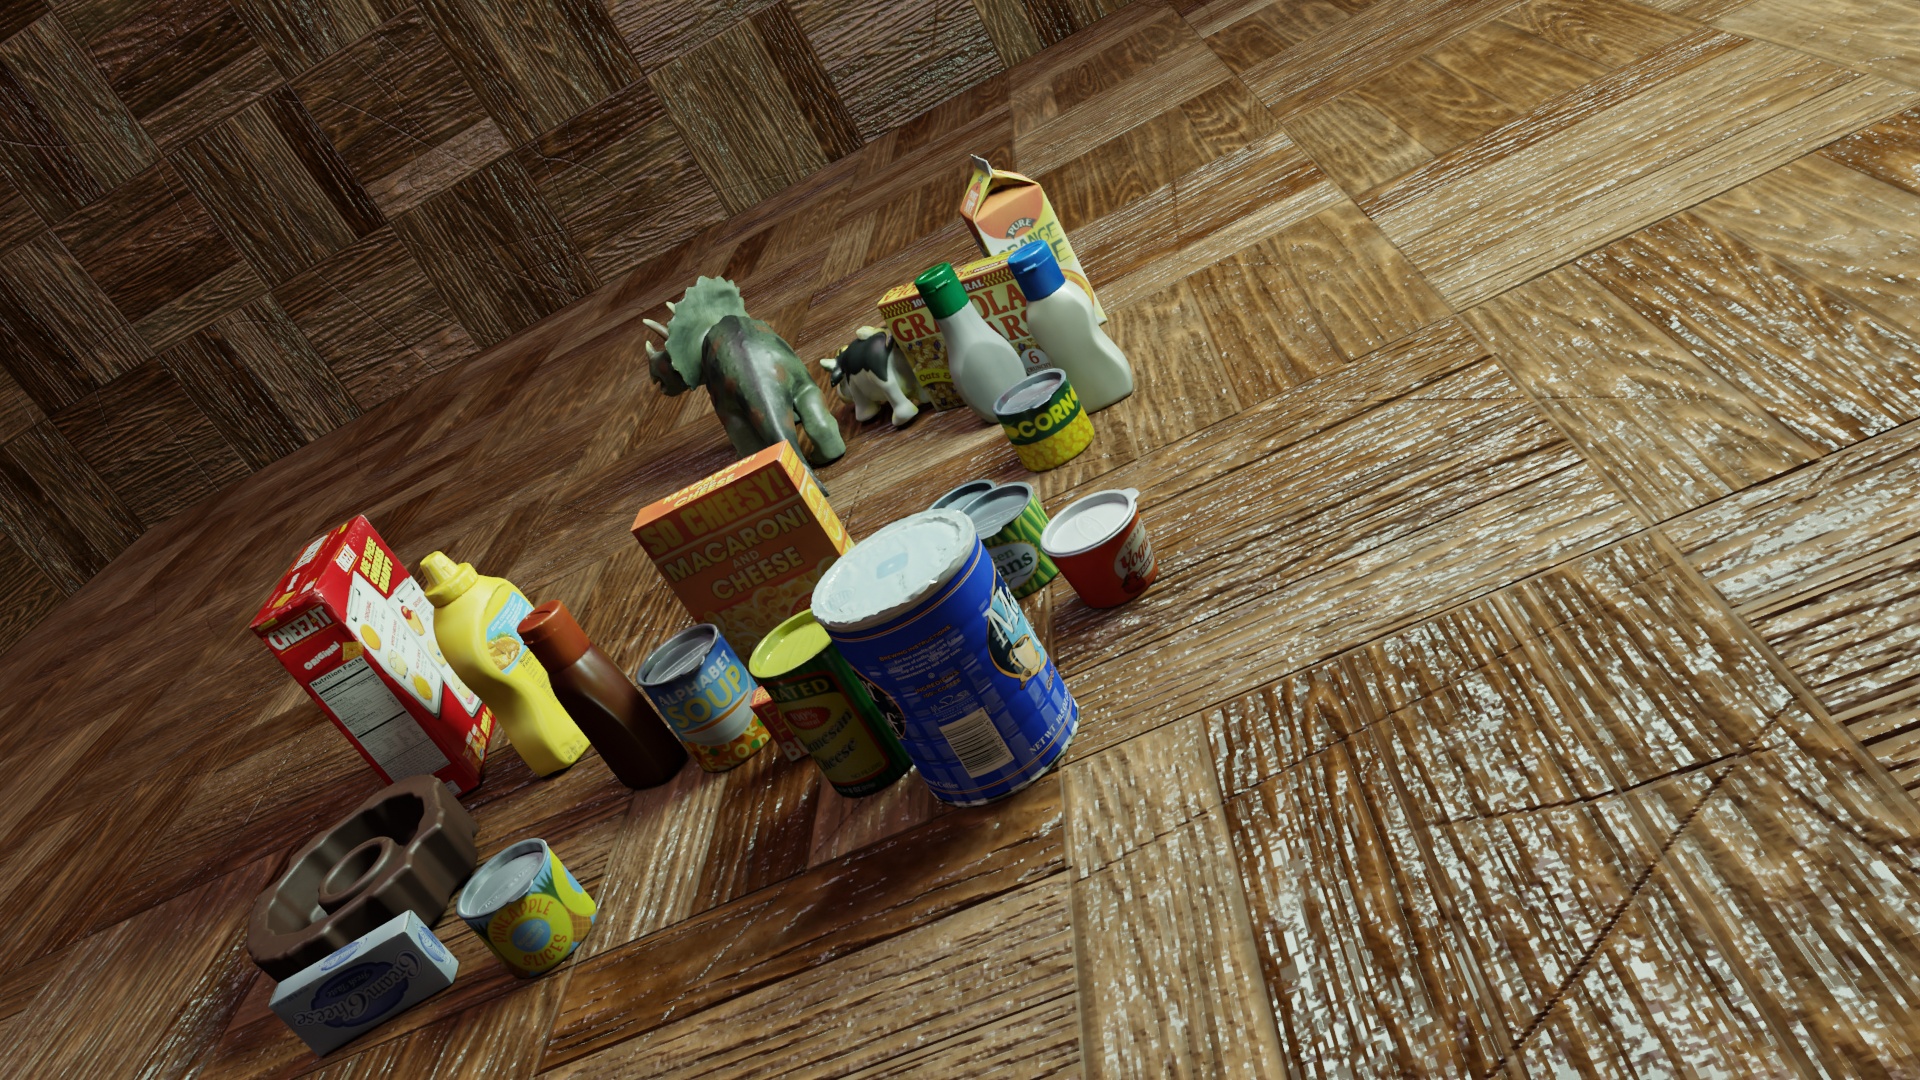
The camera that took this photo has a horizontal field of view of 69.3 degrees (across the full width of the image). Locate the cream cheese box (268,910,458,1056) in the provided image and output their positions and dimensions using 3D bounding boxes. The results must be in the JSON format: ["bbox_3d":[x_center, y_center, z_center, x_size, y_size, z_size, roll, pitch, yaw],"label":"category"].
[{"bbox_3d":[-0.388,0.289,0.907,0.104,0.053,0.024,-30,24,2],"label":"cream cheese box"}]

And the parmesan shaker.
[{"bbox_3d":[-0.073,0.099,0.857,0.071,0.102,0.071,-25,24,12],"label":"parmesan shaker"}]

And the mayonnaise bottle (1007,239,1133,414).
[{"bbox_3d":[0.088,-0.177,1.155,0.064,0.147,0.041,-22,25,19],"label":"mayonnaise bottle"}]

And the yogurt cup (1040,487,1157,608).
[{"bbox_3d":[0.093,0.007,0.906,0.072,0.053,0.073,-25,25,12],"label":"yogurt cup"}]

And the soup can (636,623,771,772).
[{"bbox_3d":[-0.176,0.111,0.973,0.071,0.083,0.072,-25,24,12],"label":"soup can"}]

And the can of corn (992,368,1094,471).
[{"bbox_3d":[0.069,-0.097,1.130,0.071,0.058,0.071,-25,25,12],"label":"can of corn"}]

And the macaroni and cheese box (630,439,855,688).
[{"bbox_3d":[-0.137,0.025,0.995,0.123,0.166,0.040,-25,24,13],"label":"macaroni and cheese box"}]

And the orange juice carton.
[{"bbox_3d":[0.061,-0.282,1.332,0.073,0.192,0.072,-30,24,1],"label":"orange juice carton"}]

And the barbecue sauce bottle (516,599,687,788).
[{"bbox_3d":[-0.258,0.110,0.990,0.065,0.148,0.044,-8,32,41],"label":"barbecue sauce bottle"}]

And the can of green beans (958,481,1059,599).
[{"bbox_3d":[0.034,0.001,0.981,0.071,0.057,0.071,-25,25,12],"label":"can of green beans"}]

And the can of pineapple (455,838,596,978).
[{"bbox_3d":[-0.274,0.234,0.880,0.071,0.057,0.071,-25,25,12],"label":"can of pineapple"}]

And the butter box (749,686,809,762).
[{"bbox_3d":[-0.083,0.103,0.921,0.103,0.053,0.024,-26,24,10],"label":"butter box"}]

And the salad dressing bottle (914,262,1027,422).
[{"bbox_3d":[0.009,-0.177,1.243,0.064,0.147,0.044,-32,24,-2],"label":"salad dressing bottle"}]

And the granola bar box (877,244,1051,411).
[{"bbox_3d":[0.019,-0.194,1.295,0.165,0.124,0.039,-10,31,38],"label":"granola bar box"}]

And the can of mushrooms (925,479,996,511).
[{"bbox_3d":[0.004,-0.013,1.073,0.071,0.033,0.071,-25,25,12],"label":"can of mushrooms"}]
